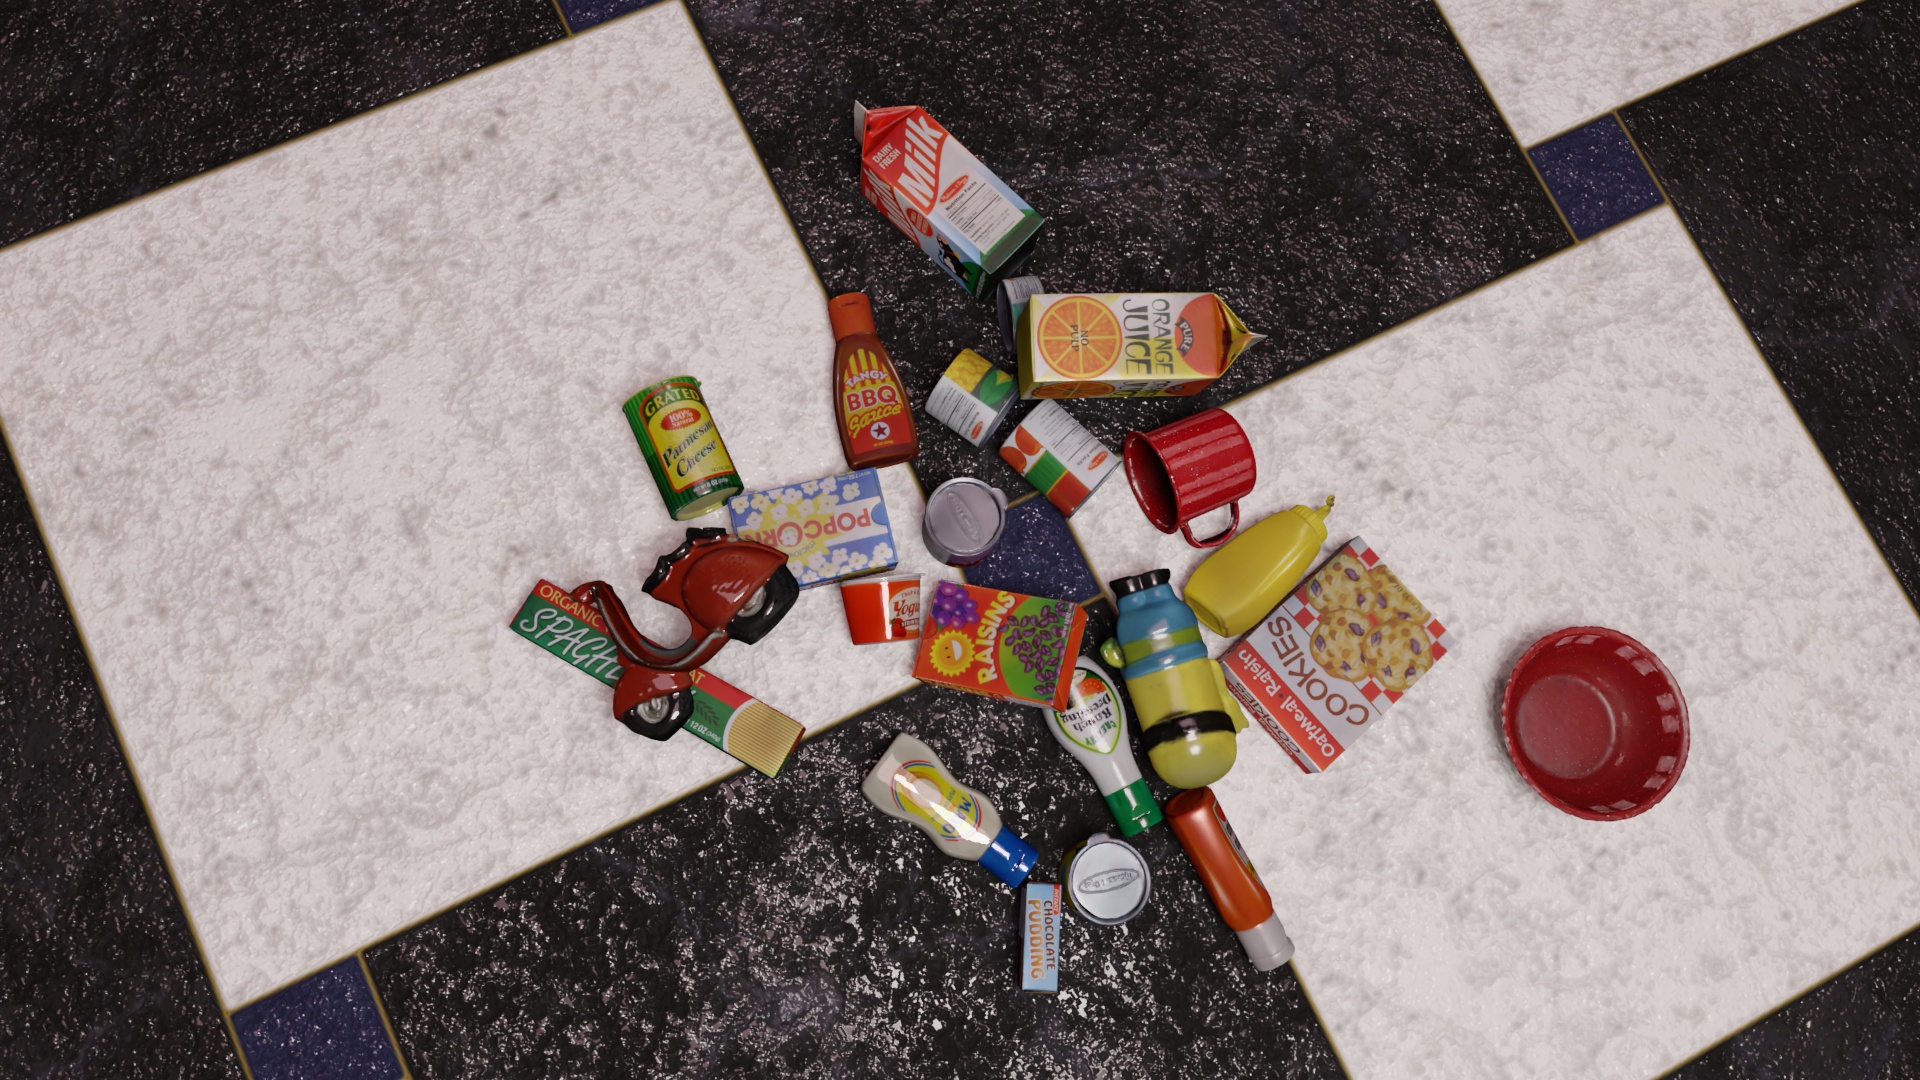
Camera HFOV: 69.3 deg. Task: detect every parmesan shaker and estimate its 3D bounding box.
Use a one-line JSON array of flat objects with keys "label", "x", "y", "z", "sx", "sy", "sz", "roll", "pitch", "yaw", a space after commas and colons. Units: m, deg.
[{"label": "parmesan shaker", "x": -0.226, "y": -0.077, "z": 1.148, "sx": 0.071, "sy": 0.071, "sz": 0.103, "roll": -25, "pitch": 82, "yaw": -9}]

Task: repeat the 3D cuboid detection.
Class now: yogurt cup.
[{"label": "yogurt cup", "x": -0.063, "y": 0.057, "z": 1.136, "sx": 0.072, "sy": 0.072, "sz": 0.054, "roll": -6, "pitch": 87, "yaw": -6}]

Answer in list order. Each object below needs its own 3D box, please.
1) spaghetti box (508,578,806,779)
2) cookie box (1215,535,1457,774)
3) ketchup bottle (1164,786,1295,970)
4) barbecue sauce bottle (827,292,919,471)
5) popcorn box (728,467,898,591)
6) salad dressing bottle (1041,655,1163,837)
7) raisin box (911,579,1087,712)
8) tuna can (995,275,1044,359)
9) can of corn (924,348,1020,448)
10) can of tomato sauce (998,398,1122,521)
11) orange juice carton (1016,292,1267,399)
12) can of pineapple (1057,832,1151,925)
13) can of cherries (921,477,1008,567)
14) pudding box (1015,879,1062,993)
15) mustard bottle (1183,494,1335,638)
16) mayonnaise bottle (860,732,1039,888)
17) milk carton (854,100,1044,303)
[{"label": "spaghetti box", "x": -0.246, "y": 0.112, "z": 1.125, "sx": 0.250, "sy": 0.028, "sz": 0.050, "roll": 29, "pitch": 76, "yaw": 1}, {"label": "cookie box", "x": 0.314, "y": 0.097, "z": 1.172, "sx": 0.168, "sy": 0.040, "sz": 0.123, "roll": -40, "pitch": 84, "yaw": -12}, {"label": "ketchup bottle", "x": 0.217, "y": 0.273, "z": 1.117, "sx": 0.043, "sy": 0.065, "sz": 0.148, "roll": -29, "pitch": 91, "yaw": 6}, {"label": "barbecue sauce bottle", "x": -0.081, "y": -0.136, "z": 1.184, "sx": 0.065, "sy": 0.043, "sz": 0.148, "roll": -12, "pitch": 79, "yaw": -7}, {"label": "popcorn box", "x": -0.123, "y": -0.005, "z": 1.155, "sx": 0.127, "sy": 0.038, "sz": 0.085, "roll": -13, "pitch": 78, "yaw": -7}, {"label": "salad dressing bottle", "x": 0.116, "y": 0.168, "z": 1.137, "sx": 0.064, "sy": 0.044, "sz": 0.148, "roll": -26, "pitch": 82, "yaw": -8}, {"label": "raisin box", "x": 0.032, "y": 0.085, "z": 1.126, "sx": 0.123, "sy": 0.040, "sz": 0.086, "roll": 9, "pitch": 77, "yaw": 23}, {"label": "tuna can", "x": 0.054, "y": -0.192, "z": 1.198, "sx": 0.033, "sy": 0.071, "sz": 0.071, "roll": -9, "pitch": 79, "yaw": -8}, {"label": "can of corn", "x": 0.012, "y": -0.122, "z": 1.179, "sx": 0.058, "sy": 0.071, "sz": 0.071, "roll": 35, "pitch": 78, "yaw": 3}, {"label": "can of tomato sauce", "x": 0.083, "y": -0.069, "z": 1.174, "sx": 0.083, "sy": 0.071, "sz": 0.071, "roll": 43, "pitch": 78, "yaw": 5}, {"label": "orange juice carton", "x": 0.147, "y": -0.158, "z": 1.134, "sx": 0.193, "sy": 0.071, "sz": 0.073, "roll": -2, "pitch": 84, "yaw": -7}, {"label": "can of pineapple", "x": 0.114, "y": 0.269, "z": 1.108, "sx": 0.071, "sy": 0.057, "sz": 0.071, "roll": 1, "pitch": 78, "yaw": -5}, {"label": "can of cherries", "x": 0.004, "y": -0.015, "z": 1.159, "sx": 0.071, "sy": 0.058, "sz": 0.071, "roll": 1, "pitch": 77, "yaw": -4}, {"label": "pudding box", "x": 0.062, "y": 0.313, "z": 1.099, "sx": 0.030, "sy": 0.049, "sz": 0.084, "roll": 5, "pitch": 77, "yaw": -2}, {"label": "mustard bottle", "x": 0.263, "y": 0.014, "z": 1.175, "sx": 0.160, "sy": 0.048, "sz": 0.065, "roll": -38, "pitch": 51, "yaw": -13}, {"label": "mayonnaise bottle", "x": -0.006, "y": 0.220, "z": 1.116, "sx": 0.148, "sy": 0.041, "sz": 0.065, "roll": 36, "pitch": 76, "yaw": 4}, {"label": "milk carton", "x": -0.024, "y": -0.305, "z": 1.211, "sx": 0.190, "sy": 0.072, "sz": 0.073, "roll": 43, "pitch": 78, "yaw": 3}]
